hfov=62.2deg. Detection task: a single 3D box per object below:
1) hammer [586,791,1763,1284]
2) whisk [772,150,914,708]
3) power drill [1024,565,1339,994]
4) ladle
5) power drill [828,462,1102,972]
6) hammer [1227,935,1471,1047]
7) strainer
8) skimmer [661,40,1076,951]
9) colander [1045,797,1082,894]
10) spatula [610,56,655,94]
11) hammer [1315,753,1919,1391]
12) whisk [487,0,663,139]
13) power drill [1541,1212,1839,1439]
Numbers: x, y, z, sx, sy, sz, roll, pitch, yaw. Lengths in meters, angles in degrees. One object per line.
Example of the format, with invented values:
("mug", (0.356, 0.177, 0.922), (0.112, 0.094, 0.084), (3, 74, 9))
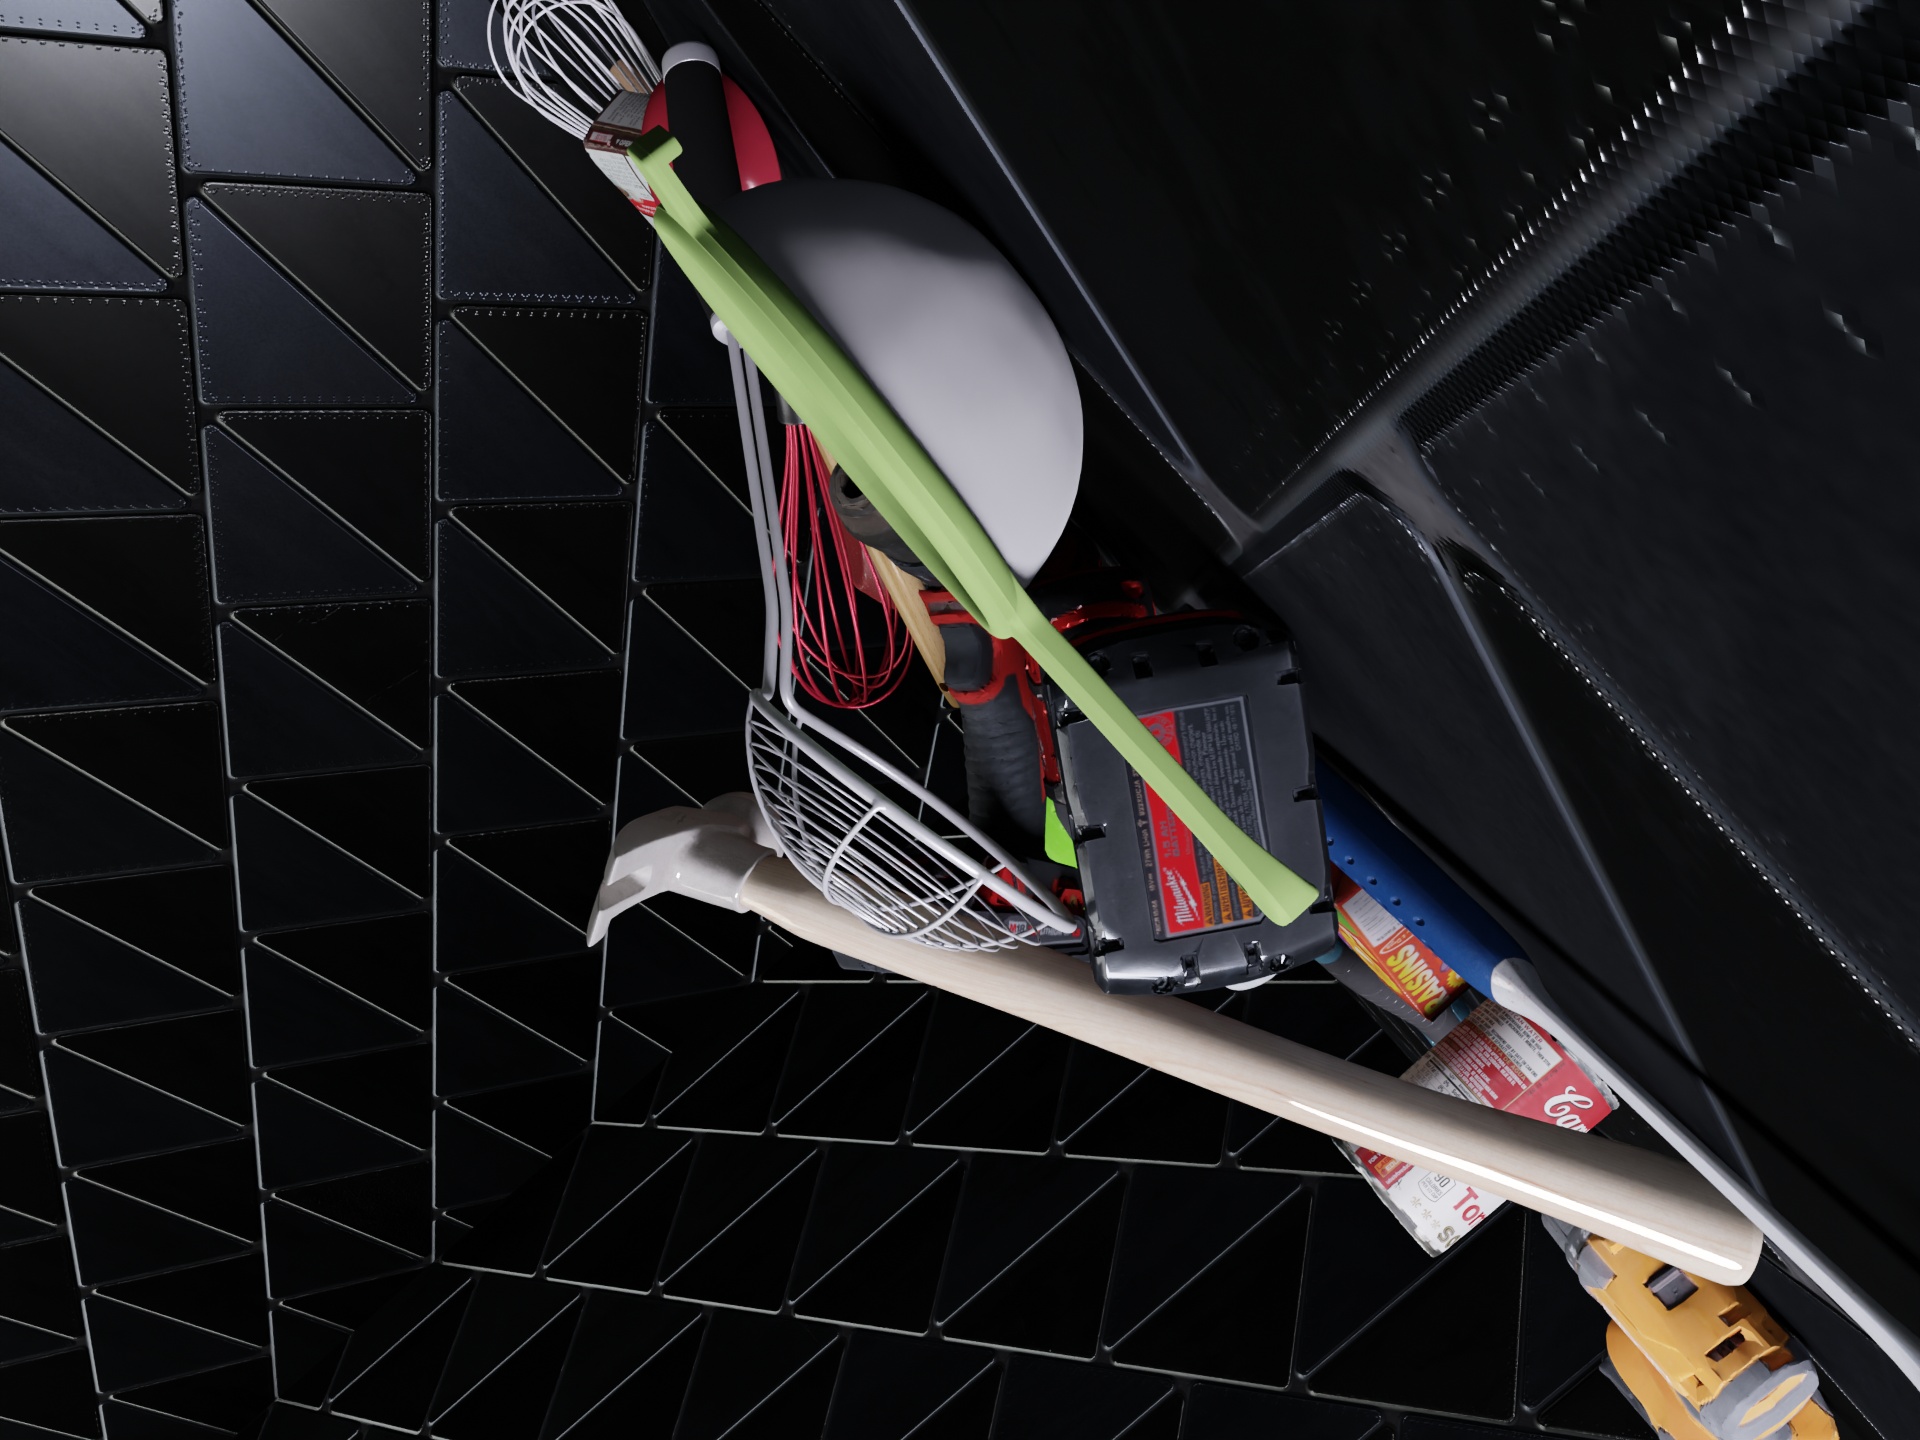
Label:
("hammer", (0.073, 0.113, 0.560), (0.410, 0.038, 0.146), (19, -172, 8))
("whisk", (-0.072, -0.127, 0.756), (0.073, 0.073, 0.295), (-128, 23, -53))
("power drill", (0.067, 0.019, 0.592), (0.220, 0.078, 0.143), (-112, 12, -81))
("ladle", (-0.059, -0.131, 0.707), (0.069, 0.031, 0.315), (0, 129, 36))
("power drill", (-0.001, -0.002, 0.698), (0.080, 0.227, 0.187), (-1, 171, 29))
("hammer", (0.194, 0.119, 0.824), (0.330, 0.033, 0.128), (33, -154, -46))
("strainer", (0.023, -0.060, 0.434), (0.256, 0.069, 0.151), (48, 180, 6))
("skimmer", (-0.042, -0.093, 0.553), (0.127, 0.090, 0.363), (33, -137, -66))
("colander", (0.061, 0.030, 1.015), (0.204, 0.094, 0.397), (50, 178, -16))
("spatula", (-0.098, -0.273, 0.970), (0.315, 0.018, 0.060), (47, 177, -13))
("hammer", (0.186, 0.095, 0.510), (0.143, 0.035, 0.406), (47, -177, -35))
("whisk", (-0.140, -0.290, 0.859), (0.284, 0.070, 0.070), (40, -172, -43))
("power drill", (0.381, 0.322, 0.864), (0.226, 0.084, 0.186), (52, 180, -42))
